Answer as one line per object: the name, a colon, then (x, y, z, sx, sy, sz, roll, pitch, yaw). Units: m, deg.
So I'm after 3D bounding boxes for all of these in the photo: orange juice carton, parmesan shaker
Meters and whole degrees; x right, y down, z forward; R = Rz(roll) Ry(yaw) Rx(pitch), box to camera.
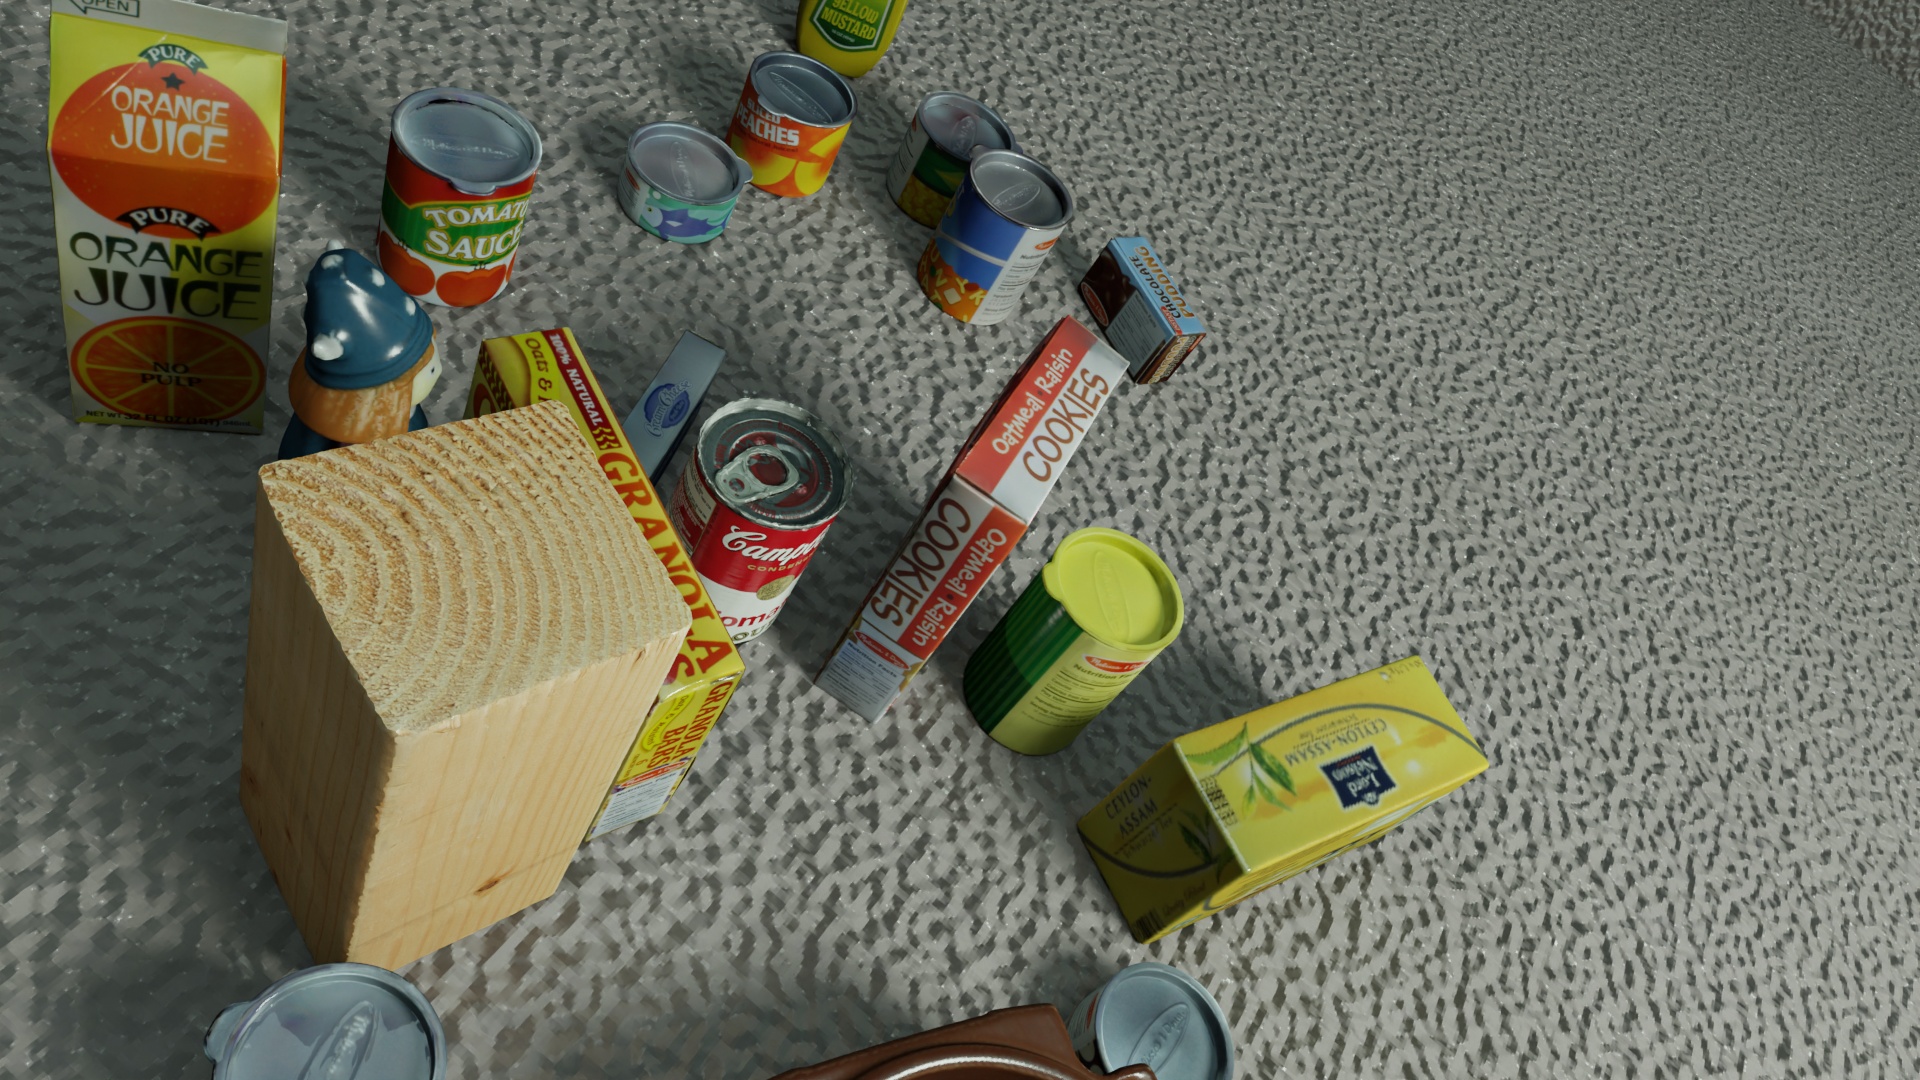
orange juice carton: (-0.303, -0.129, 0.536, 0.072, 0.191, 0.073, 3, 55, -28)
parmesan shaker: (0.048, 0.049, 0.654, 0.071, 0.102, 0.072, 15, 50, -19)

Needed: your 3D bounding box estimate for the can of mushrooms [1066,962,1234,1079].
can of mushrooms: (0.081, 0.218, 0.588, 0.071, 0.033, 0.071, 15, 50, -18)

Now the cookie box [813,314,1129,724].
cookie box: (0.002, -0.008, 0.628, 0.040, 0.166, 0.123, 34, 46, -1)

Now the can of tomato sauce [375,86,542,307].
can of tomato sauce: (-0.243, -0.163, 0.670, 0.071, 0.082, 0.071, 15, 50, -19)

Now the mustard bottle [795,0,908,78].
mustard bottle: (-0.055, -0.373, 0.884, 0.065, 0.159, 0.049, 17, 49, -17)

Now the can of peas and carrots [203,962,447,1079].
can of peas and carrots: (-0.206, 0.176, 0.445, 0.071, 0.058, 0.071, 15, 50, -19)

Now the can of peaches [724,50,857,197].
can of peaches: (-0.104, -0.247, 0.830, 0.071, 0.057, 0.071, 15, 50, -19)

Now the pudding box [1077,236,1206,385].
pudding box: (0.113, -0.146, 0.878, 0.030, 0.049, 0.084, -11, 62, -35)

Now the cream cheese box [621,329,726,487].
cream cheese box: (-0.146, -0.048, 0.655, 0.024, 0.053, 0.104, 28, 47, -8)

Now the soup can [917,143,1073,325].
soup can: (0.017, -0.182, 0.829, 0.071, 0.083, 0.072, 15, 50, -19)

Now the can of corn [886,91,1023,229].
can of corn: (-0.004, -0.237, 0.877, 0.071, 0.058, 0.071, 15, 50, -19)

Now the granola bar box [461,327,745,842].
granola bar box: (-0.152, 0.018, 0.552, 0.039, 0.123, 0.166, -15, 64, -37)

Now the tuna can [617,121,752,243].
tuna can: (-0.156, -0.201, 0.783, 0.071, 0.032, 0.071, 15, 50, -18)
